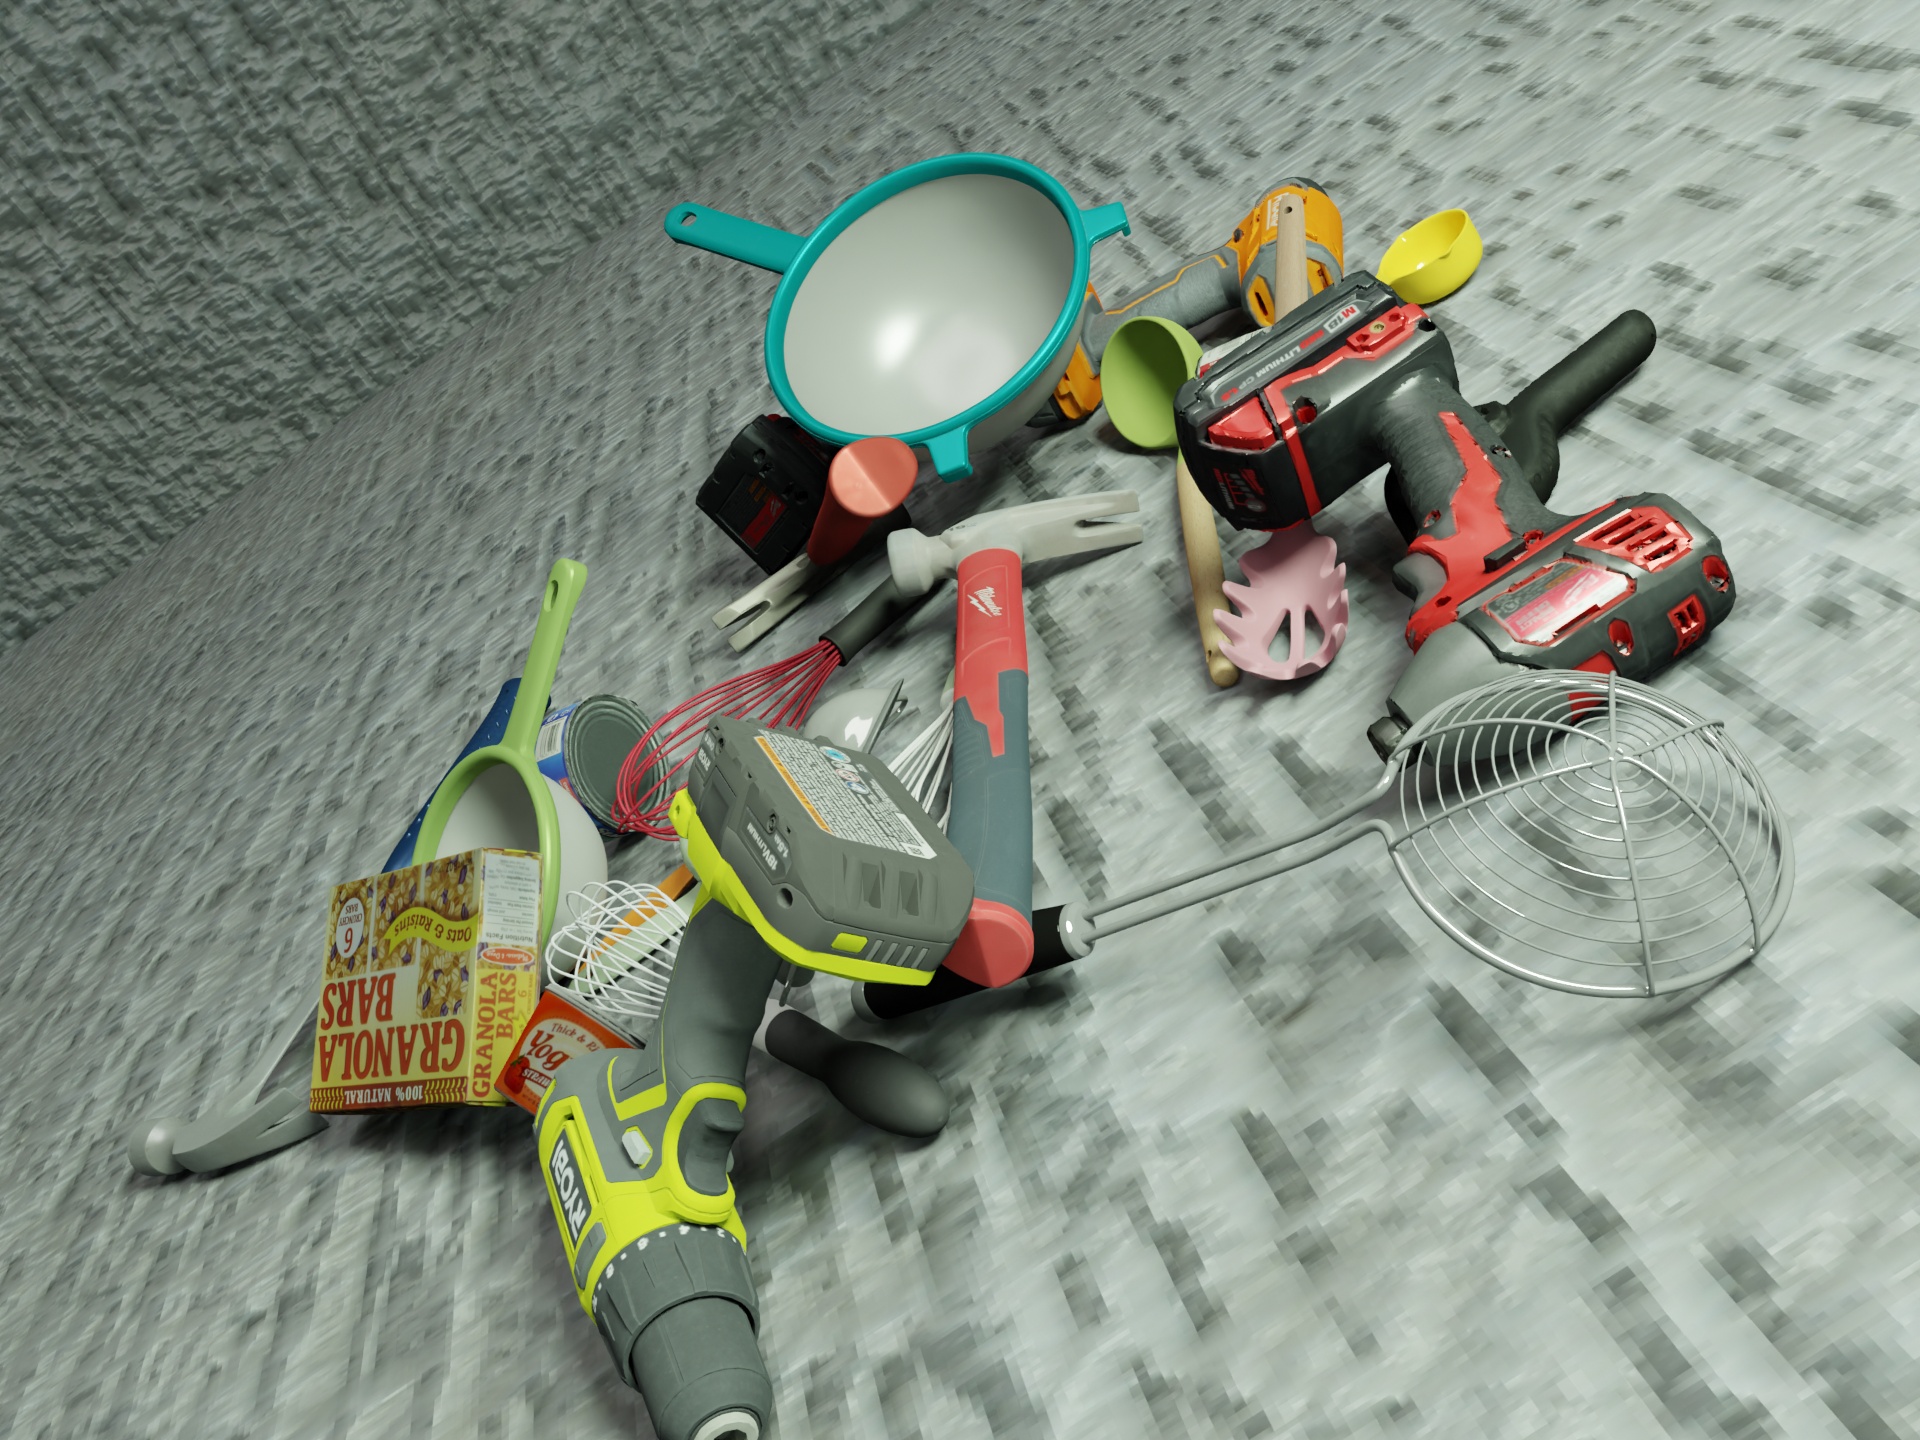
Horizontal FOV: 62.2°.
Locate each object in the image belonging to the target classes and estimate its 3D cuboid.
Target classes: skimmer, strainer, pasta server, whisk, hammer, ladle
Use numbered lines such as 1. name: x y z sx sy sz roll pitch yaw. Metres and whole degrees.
1. skimmer: 0.109 0.077 0.600 0.363 0.090 0.127 -26 39 37
2. strainer: -0.063 0.048 0.766 0.259 0.050 0.086 -81 15 -59
3. strainer: -0.227 0.042 0.877 0.152 0.069 0.256 14 89 46
4. pasta server: 0.161 -0.149 0.783 0.060 0.040 0.316 -7 58 23
5. strainer: -0.055 -0.261 1.015 0.341 0.095 0.211 27 80 33
6. whisk: -0.001 -0.003 0.816 0.057 0.059 0.246 -50 13 36
7. whisk: -0.101 0.127 0.716 0.285 0.070 0.070 15 55 46
8. whisk: -0.088 -0.029 0.935 0.296 0.073 0.073 -43 29 -24
9. hammer: 0.029 -0.014 0.740 0.143 0.038 0.387 -10 29 6
10. hammer: -0.372 0.115 1.037 0.144 0.035 0.406 -15 35 32
11. ladle: 0.115 -0.124 0.863 0.062 0.078 0.320 12 39 -8
12. hammer: -0.077 -0.102 0.905 0.149 0.036 0.359 -38 5 -6

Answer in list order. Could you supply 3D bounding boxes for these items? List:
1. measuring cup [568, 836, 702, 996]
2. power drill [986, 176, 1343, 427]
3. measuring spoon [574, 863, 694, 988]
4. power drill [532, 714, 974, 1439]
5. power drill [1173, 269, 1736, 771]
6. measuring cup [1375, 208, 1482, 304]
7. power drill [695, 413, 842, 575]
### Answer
1. measuring cup: -0.148 0.084 0.834 0.167 0.038 0.083 -38 40 -2
2. power drill: 0.141 -0.286 1.049 0.226 0.084 0.164 -15 34 24
3. measuring spoon: -0.165 0.104 0.868 0.117 0.011 0.021 -46 41 -11
4. power drill: -0.084 0.132 0.590 0.228 0.080 0.191 -65 33 14
5. power drill: 0.186 -0.078 0.653 0.143 0.078 0.220 -34 50 2
6. measuring cup: 0.240 -0.234 0.933 0.156 0.029 0.062 -44 26 10
7. power drill: -0.068 -0.220 1.111 0.227 0.080 0.188 -49 7 -31
